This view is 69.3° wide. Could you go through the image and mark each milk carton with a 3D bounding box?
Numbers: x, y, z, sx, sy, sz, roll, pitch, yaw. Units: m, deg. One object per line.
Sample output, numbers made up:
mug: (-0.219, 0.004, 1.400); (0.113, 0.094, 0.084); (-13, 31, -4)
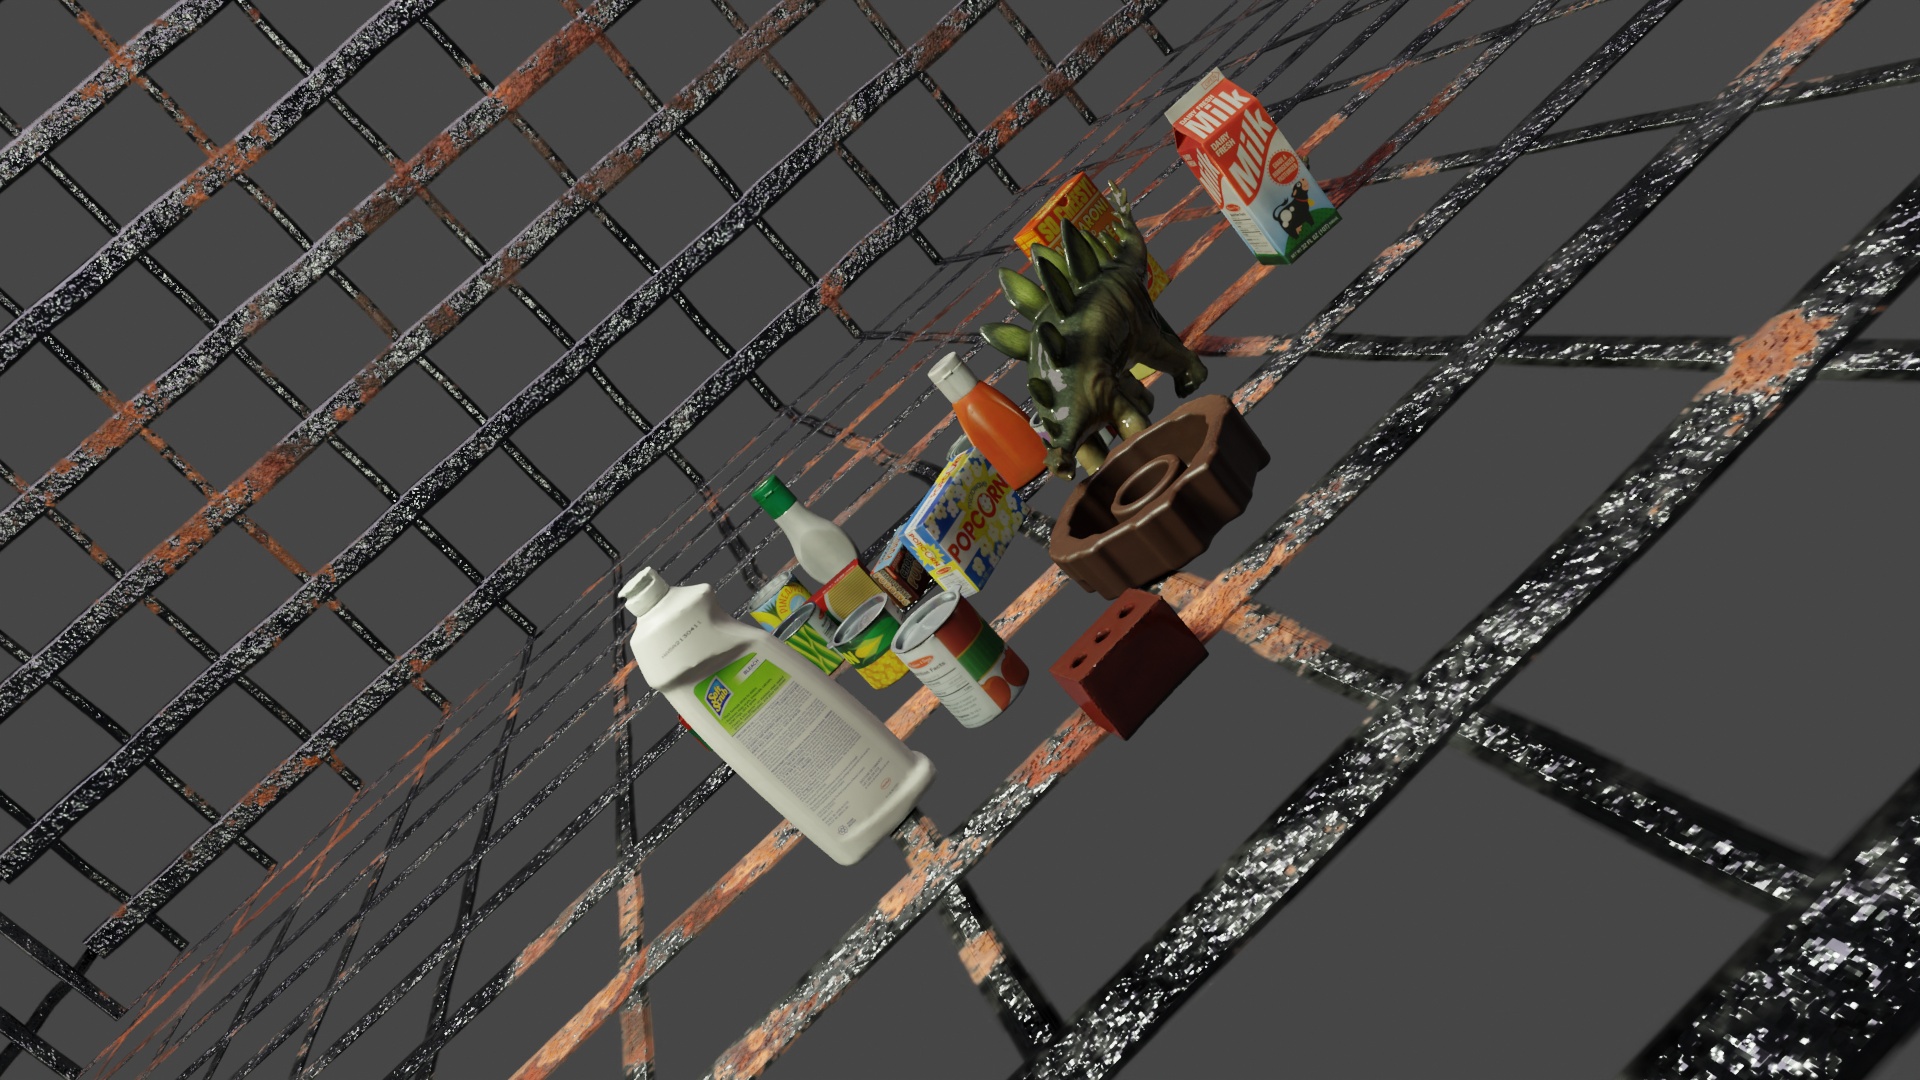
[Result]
milk carton: (0.282, -0.367, 1.367); (0.072, 0.190, 0.073); (-42, 16, -1)

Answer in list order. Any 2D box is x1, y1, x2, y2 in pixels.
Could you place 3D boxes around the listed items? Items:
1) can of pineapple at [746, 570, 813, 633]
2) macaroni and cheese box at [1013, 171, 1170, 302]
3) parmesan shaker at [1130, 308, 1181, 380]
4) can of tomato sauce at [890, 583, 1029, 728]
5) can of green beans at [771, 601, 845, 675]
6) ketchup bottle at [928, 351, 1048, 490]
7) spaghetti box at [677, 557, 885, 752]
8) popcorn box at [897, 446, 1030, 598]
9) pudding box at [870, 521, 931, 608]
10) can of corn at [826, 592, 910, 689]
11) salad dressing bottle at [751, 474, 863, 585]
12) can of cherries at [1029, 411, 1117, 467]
can of pineapple: (-0.196, 0.076, 1.561); (0.071, 0.058, 0.071); (-38, 16, 13)
macaroni and cheese box: (0.154, -0.322, 1.593); (0.040, 0.166, 0.124); (-20, 26, 53)
parmesan shaker: (0.166, -0.220, 1.412); (0.071, 0.103, 0.071); (-38, 16, 13)
can of tomato sauce: (0.002, 0.086, 1.028); (0.071, 0.083, 0.071); (-38, 16, 13)
can of green beans: (-0.150, 0.104, 1.383); (0.071, 0.057, 0.071); (-38, 16, 13)
ketchup bottle: (0.029, -0.122, 1.393); (0.064, 0.148, 0.044); (-38, 16, 13)
spaghetti box: (-0.183, 0.119, 1.433); (0.250, 0.050, 0.029); (-41, 16, 1)
popcorn box: (0.005, -0.016, 1.286); (0.038, 0.085, 0.127); (-27, 21, 42)
pudding box: (-0.052, 0.022, 1.384); (0.030, 0.049, 0.084); (-30, 19, 36)
can of corn: (-0.073, 0.092, 1.234); (0.071, 0.058, 0.071); (-38, 16, 13)
salad dressing bottle: (-0.174, -0.010, 1.574); (0.064, 0.147, 0.044); (-41, 16, 2)
can of cherries: (0.111, -0.112, 1.339); (0.071, 0.058, 0.072); (-38, 16, 13)
